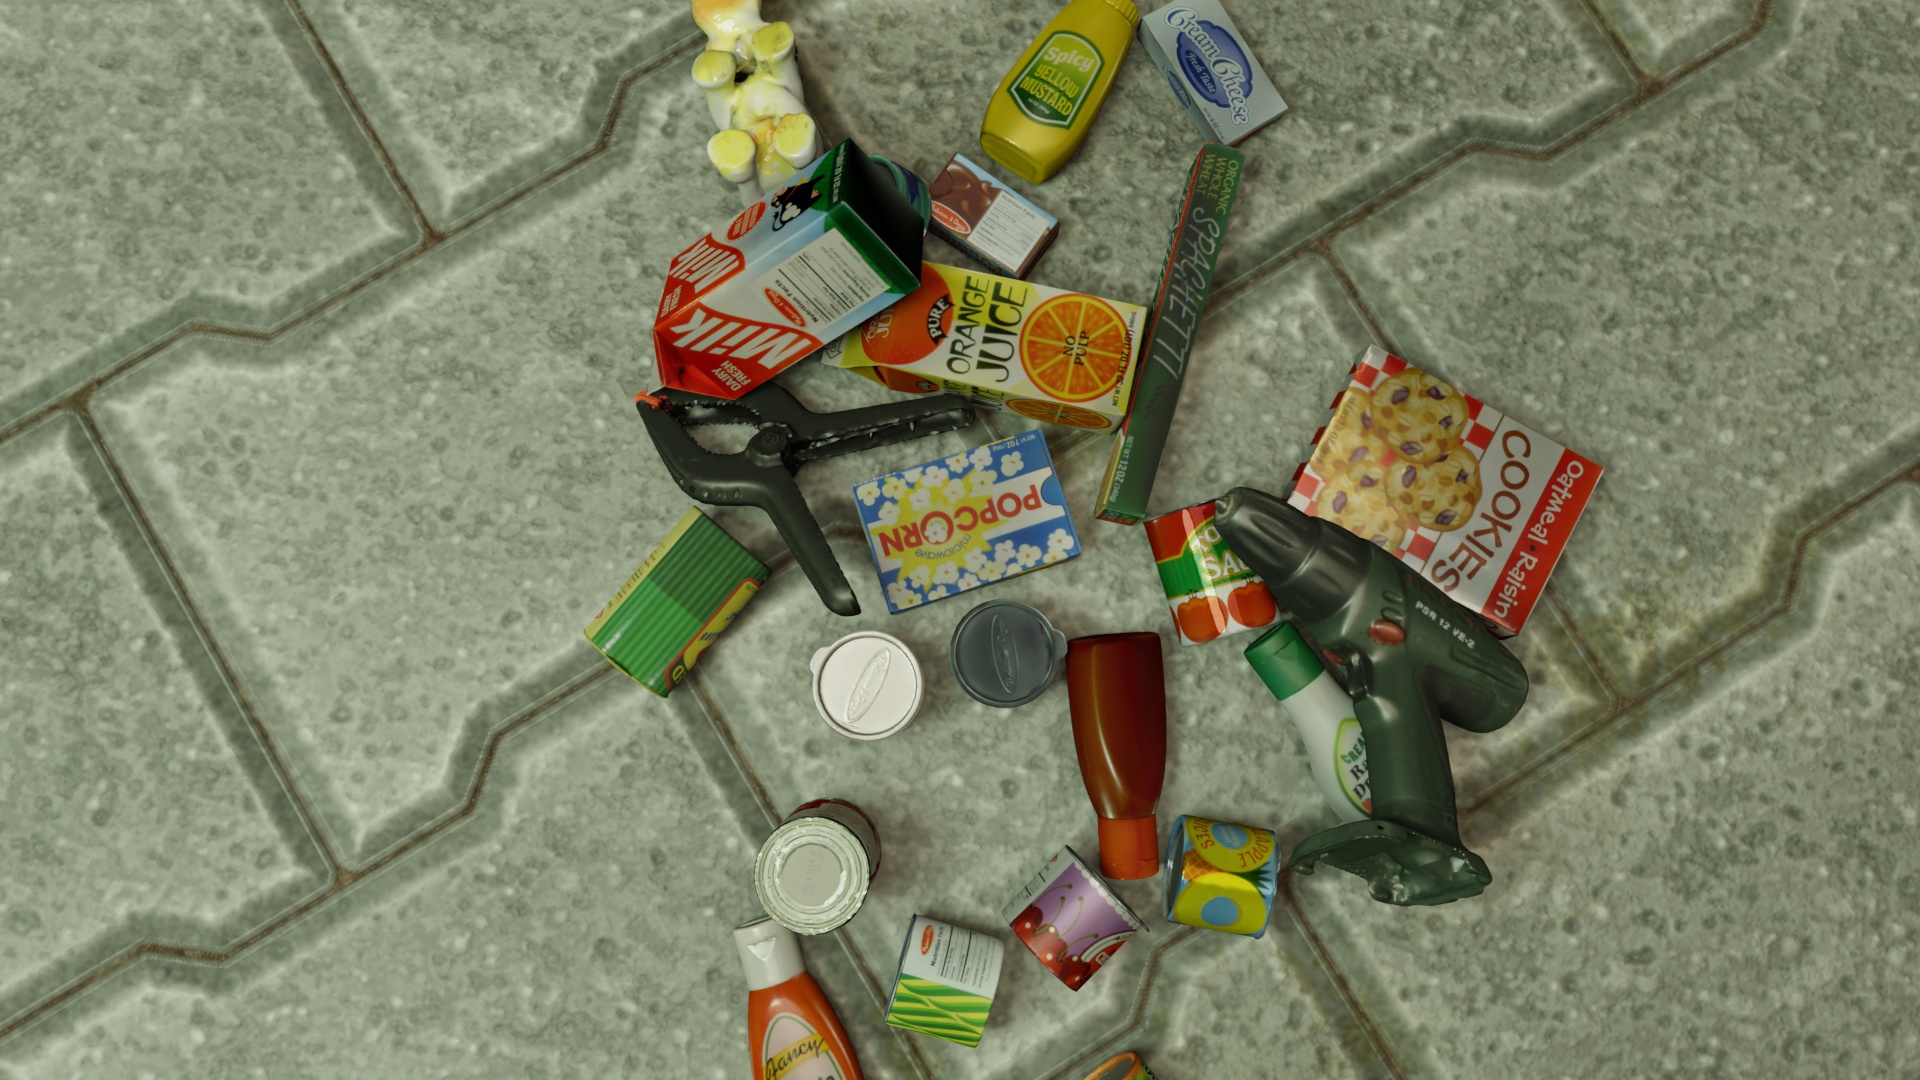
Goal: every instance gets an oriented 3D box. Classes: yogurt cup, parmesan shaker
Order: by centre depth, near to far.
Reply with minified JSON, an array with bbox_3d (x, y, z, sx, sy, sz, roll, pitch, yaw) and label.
[{"bbox_3d":[-0.173,0.038,0.858,0.071,0.071,0.103,40,85,3],"label":"parmesan shaker"},{"bbox_3d":[-0.056,0.090,0.862,0.072,0.054,0.072,0,84,-1],"label":"yogurt cup"}]

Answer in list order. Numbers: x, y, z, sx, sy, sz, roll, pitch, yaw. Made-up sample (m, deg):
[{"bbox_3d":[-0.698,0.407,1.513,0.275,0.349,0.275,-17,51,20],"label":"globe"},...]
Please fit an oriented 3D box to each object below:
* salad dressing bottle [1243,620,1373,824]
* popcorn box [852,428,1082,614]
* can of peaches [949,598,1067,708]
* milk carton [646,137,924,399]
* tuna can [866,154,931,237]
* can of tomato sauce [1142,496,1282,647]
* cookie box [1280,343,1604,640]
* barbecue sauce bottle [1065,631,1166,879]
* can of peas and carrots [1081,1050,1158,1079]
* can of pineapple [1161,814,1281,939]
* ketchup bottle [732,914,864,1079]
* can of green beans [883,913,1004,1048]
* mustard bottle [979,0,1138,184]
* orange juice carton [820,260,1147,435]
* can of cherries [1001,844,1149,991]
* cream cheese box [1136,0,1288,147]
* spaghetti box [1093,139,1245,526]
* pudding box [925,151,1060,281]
[{"bbox_3d":[0.235,0.119,0.868,0.064,0.044,0.147,-36,85,-12],"label":"salad dressing bottle"},{"bbox_3d":[0.003,-0.011,0.883,0.127,0.038,0.085,-17,83,-2],"label":"popcorn box"},{"bbox_3d":[0.029,0.071,0.864,0.071,0.058,0.071,0,83,-1],"label":"can of peaches"},{"bbox_3d":[-0.119,-0.153,0.847,0.190,0.073,0.073,-27,40,25],"label":"milk carton"},{"bbox_3d":[-0.055,-0.214,0.892,0.071,0.033,0.071,-8,76,34],"label":"tuna can"},{"bbox_3d":[0.158,0.018,0.865,0.071,0.071,0.083,-16,85,-2],"label":"can of tomato sauce"},{"bbox_3d":[0.304,-0.030,0.888,0.167,0.040,0.123,29,84,3],"label":"cookie box"},{"bbox_3d":[0.100,0.132,0.861,0.065,0.043,0.148,-3,88,-37],"label":"barbecue sauce bottle"},{"bbox_3d":[0.100,0.348,0.831,0.071,0.071,0.059,-39,85,-4],"label":"can of peas and carrots"},{"bbox_3d":[0.158,0.203,0.846,0.058,0.071,0.071,10,84,1],"label":"can of pineapple"},{"bbox_3d":[-0.100,0.303,0.844,0.065,0.043,0.149,-18,84,-2],"label":"ketchup bottle"},{"bbox_3d":[-0.010,0.265,0.837,0.058,0.071,0.071,16,84,1],"label":"can of green beans"},{"bbox_3d":[0.075,-0.314,0.912,0.065,0.049,0.160,32,84,1],"label":"mustard bottle"},{"bbox_3d":[0.013,-0.125,0.878,0.193,0.073,0.072,12,84,1],"label":"orange juice carton"},{"bbox_3d":[0.069,0.230,0.841,0.058,0.071,0.071,-45,86,-4],"label":"can of cherries"},{"bbox_3d":[0.167,-0.314,0.926,0.053,0.024,0.104,-31,85,-5],"label":"cream cheese box"},{"bbox_3d":[0.134,-0.132,0.892,0.029,0.050,0.250,16,84,-1],"label":"spaghetti box"},{"bbox_3d":[0.018,-0.209,0.909,0.084,0.030,0.049,34,86,3],"label":"pudding box"}]
